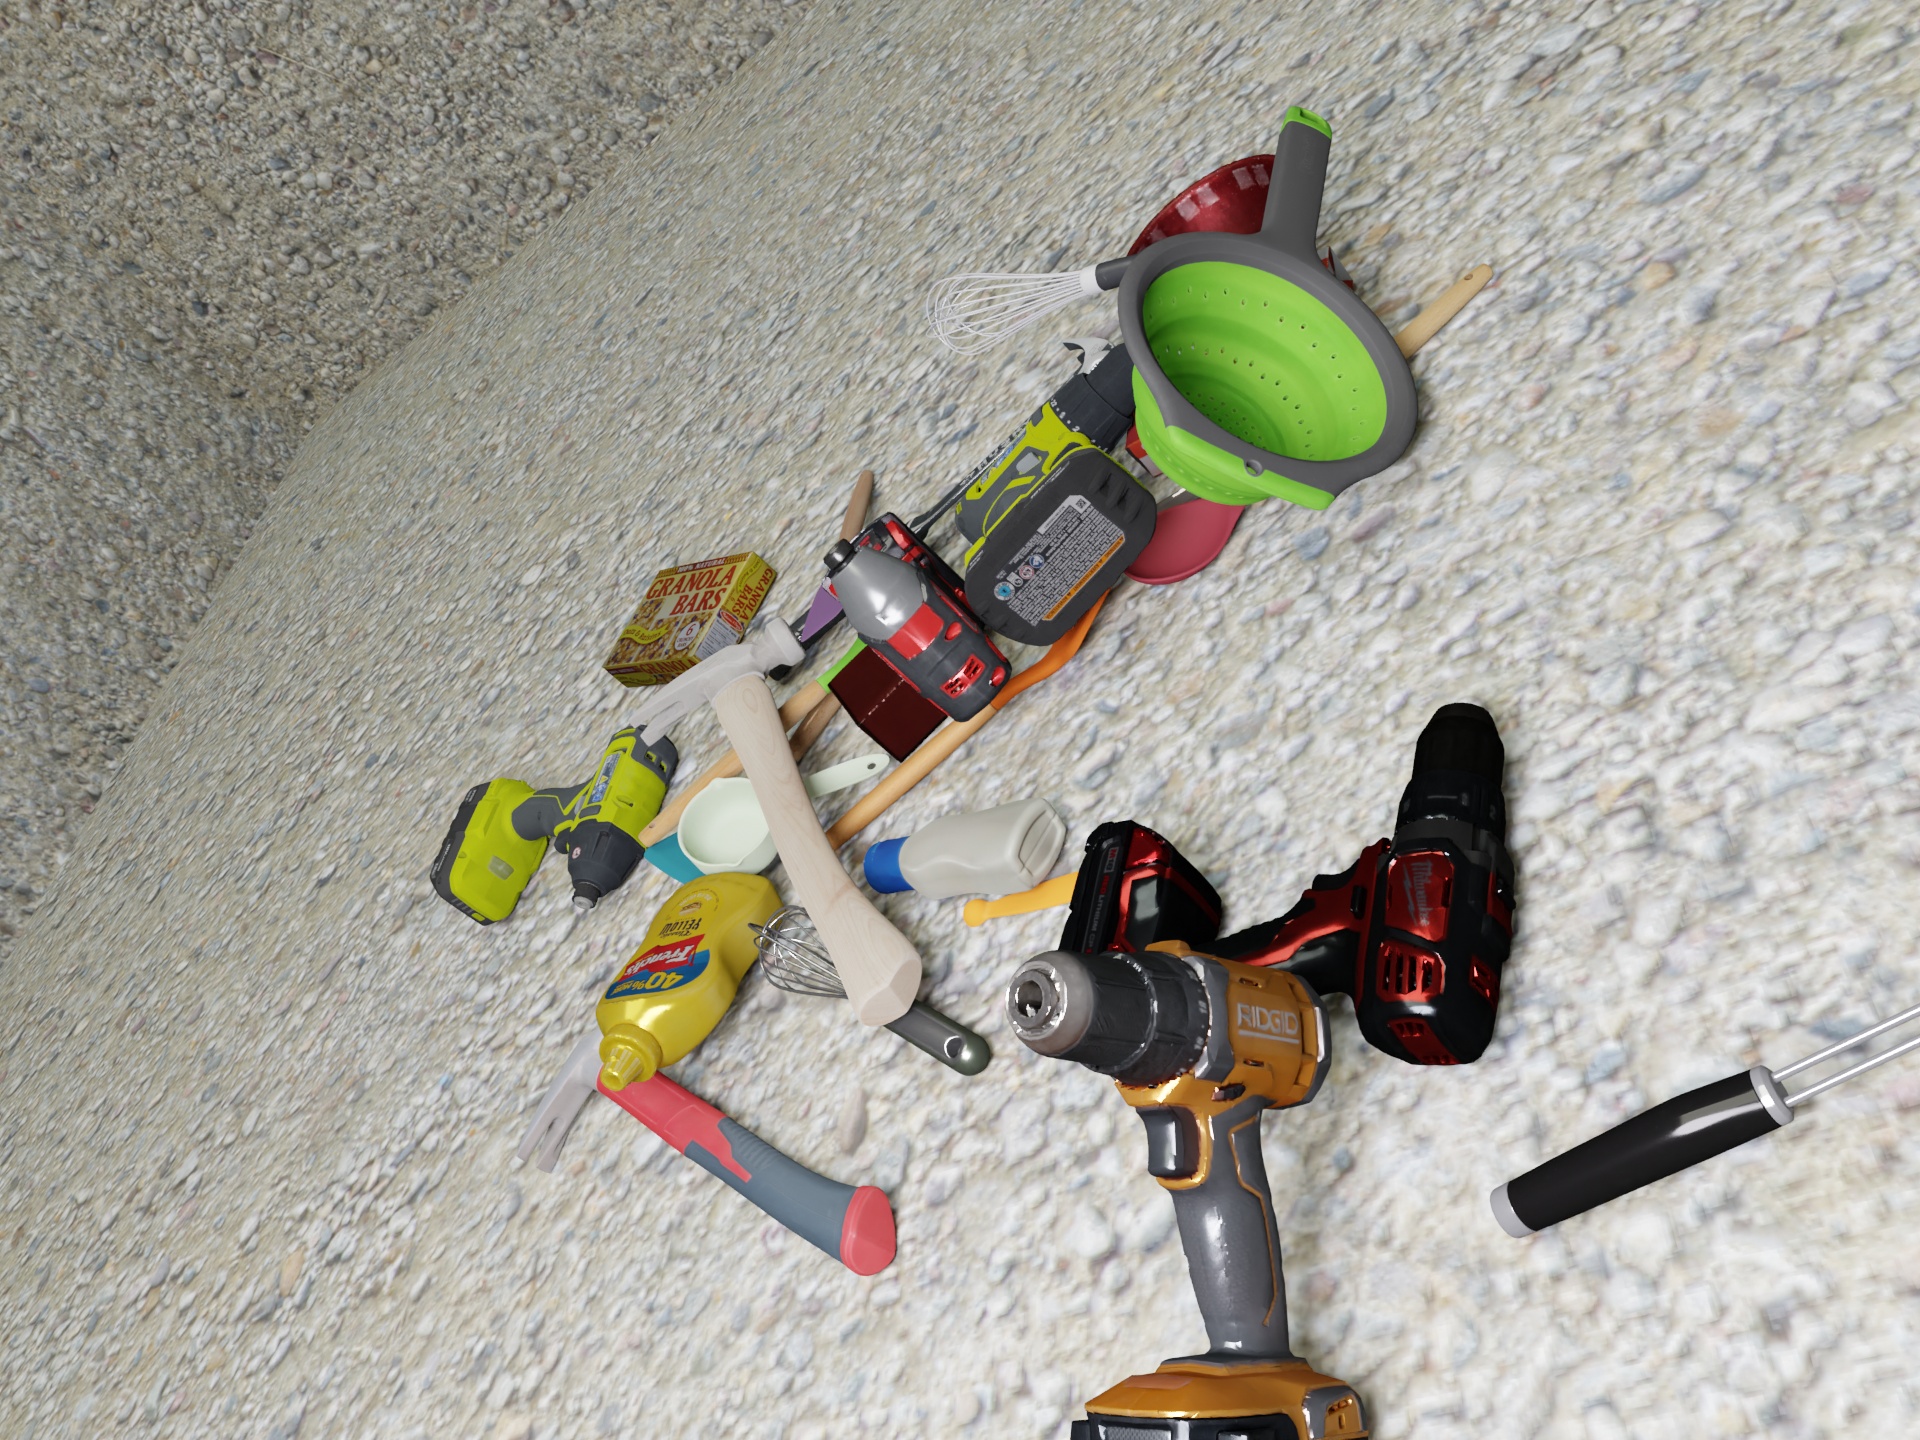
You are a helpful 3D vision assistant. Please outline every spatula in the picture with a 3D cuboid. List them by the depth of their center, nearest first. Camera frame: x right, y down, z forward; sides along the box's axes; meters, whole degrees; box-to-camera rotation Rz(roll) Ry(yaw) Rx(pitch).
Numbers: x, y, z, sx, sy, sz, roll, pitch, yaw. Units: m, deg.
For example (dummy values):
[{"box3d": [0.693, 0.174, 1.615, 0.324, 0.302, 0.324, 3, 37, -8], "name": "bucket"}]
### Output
[{"box3d": [-0.002, -0.004, 1.134, 0.322, 0.041, 0.081, -41, 21, 13], "name": "spatula"}, {"box3d": [-0.124, 0.004, 1.264, 0.082, 0.044, 0.317, 24, 71, 33], "name": "spatula"}, {"box3d": [-0.095, -0.152, 1.359, 0.060, 0.018, 0.316, -36, 22, 21], "name": "spatula"}]

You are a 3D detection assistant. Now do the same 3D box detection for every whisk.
[{"box3d": [-0.063, 0.172, 1.015, 0.246, 0.059, 0.058, 19, 81, 50], "name": "whisk"}, {"box3d": [0.083, -0.348, 1.286, 0.285, 0.070, 0.070, -4, 53, 40], "name": "whisk"}]

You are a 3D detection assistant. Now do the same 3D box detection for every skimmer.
[{"box3d": [0.370, 0.122, 0.585, 0.363, 0.090, 0.127, -39, 35, 31], "name": "skimmer"}]

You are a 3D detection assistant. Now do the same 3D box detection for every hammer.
[{"box3d": [-0.170, 0.284, 1.028, 0.386, 0.038, 0.143, 11, 65, 53], "name": "hammer"}, {"box3d": [-0.126, 0.069, 1.104, 0.146, 0.038, 0.411, -32, 39, -1], "name": "hammer"}, {"box3d": [-0.025, -0.173, 1.331, 0.409, 0.036, 0.149, -41, 20, 15], "name": "hammer"}]

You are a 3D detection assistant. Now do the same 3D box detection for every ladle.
[{"box3d": [0.236, -0.198, 1.078, 0.315, 0.031, 0.069, -42, 45, 6], "name": "ladle"}]

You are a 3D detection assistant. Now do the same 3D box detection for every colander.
[{"box3d": [0.196, -0.269, 1.061, 0.094, 0.204, 0.397, 122, 168, -52], "name": "colander"}]

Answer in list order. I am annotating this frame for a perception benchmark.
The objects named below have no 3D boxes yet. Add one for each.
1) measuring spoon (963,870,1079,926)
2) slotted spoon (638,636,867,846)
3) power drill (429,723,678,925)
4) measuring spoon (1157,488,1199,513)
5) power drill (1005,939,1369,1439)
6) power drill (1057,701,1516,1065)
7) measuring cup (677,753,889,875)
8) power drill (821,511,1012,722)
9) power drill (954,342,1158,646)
[{"box3d": [0.046, 0.107, 0.988, 0.117, 0.011, 0.021, -21, 41, 35], "name": "measuring spoon"}, {"box3d": [-0.127, -0.009, 1.243, 0.314, 0.031, 0.070, -41, 45, -7], "name": "slotted spoon"}, {"box3d": [-0.360, 0.103, 1.404, 0.223, 0.080, 0.171, -16, 44, 35], "name": "power drill"}, {"box3d": [0.135, -0.137, 1.146, 0.124, 0.018, 0.034, -32, 35, 12], "name": "measuring spoon"}, {"box3d": [0.088, 0.201, 0.638, 0.084, 0.185, 0.226, -16, 65, 39], "name": "power drill"}, {"box3d": [0.171, 0.085, 0.812, 0.227, 0.080, 0.188, -12, 47, 38], "name": "power drill"}, {"box3d": [-0.127, 0.067, 1.186, 0.167, 0.038, 0.083, -22, 52, 0], "name": "measuring cup"}, {"box3d": [-0.039, -0.080, 1.112, 0.078, 0.143, 0.220, -46, 12, 5], "name": "power drill"}, {"box3d": [0.074, -0.165, 1.112, 0.190, 0.080, 0.229, -46, 18, 22], "name": "power drill"}]
